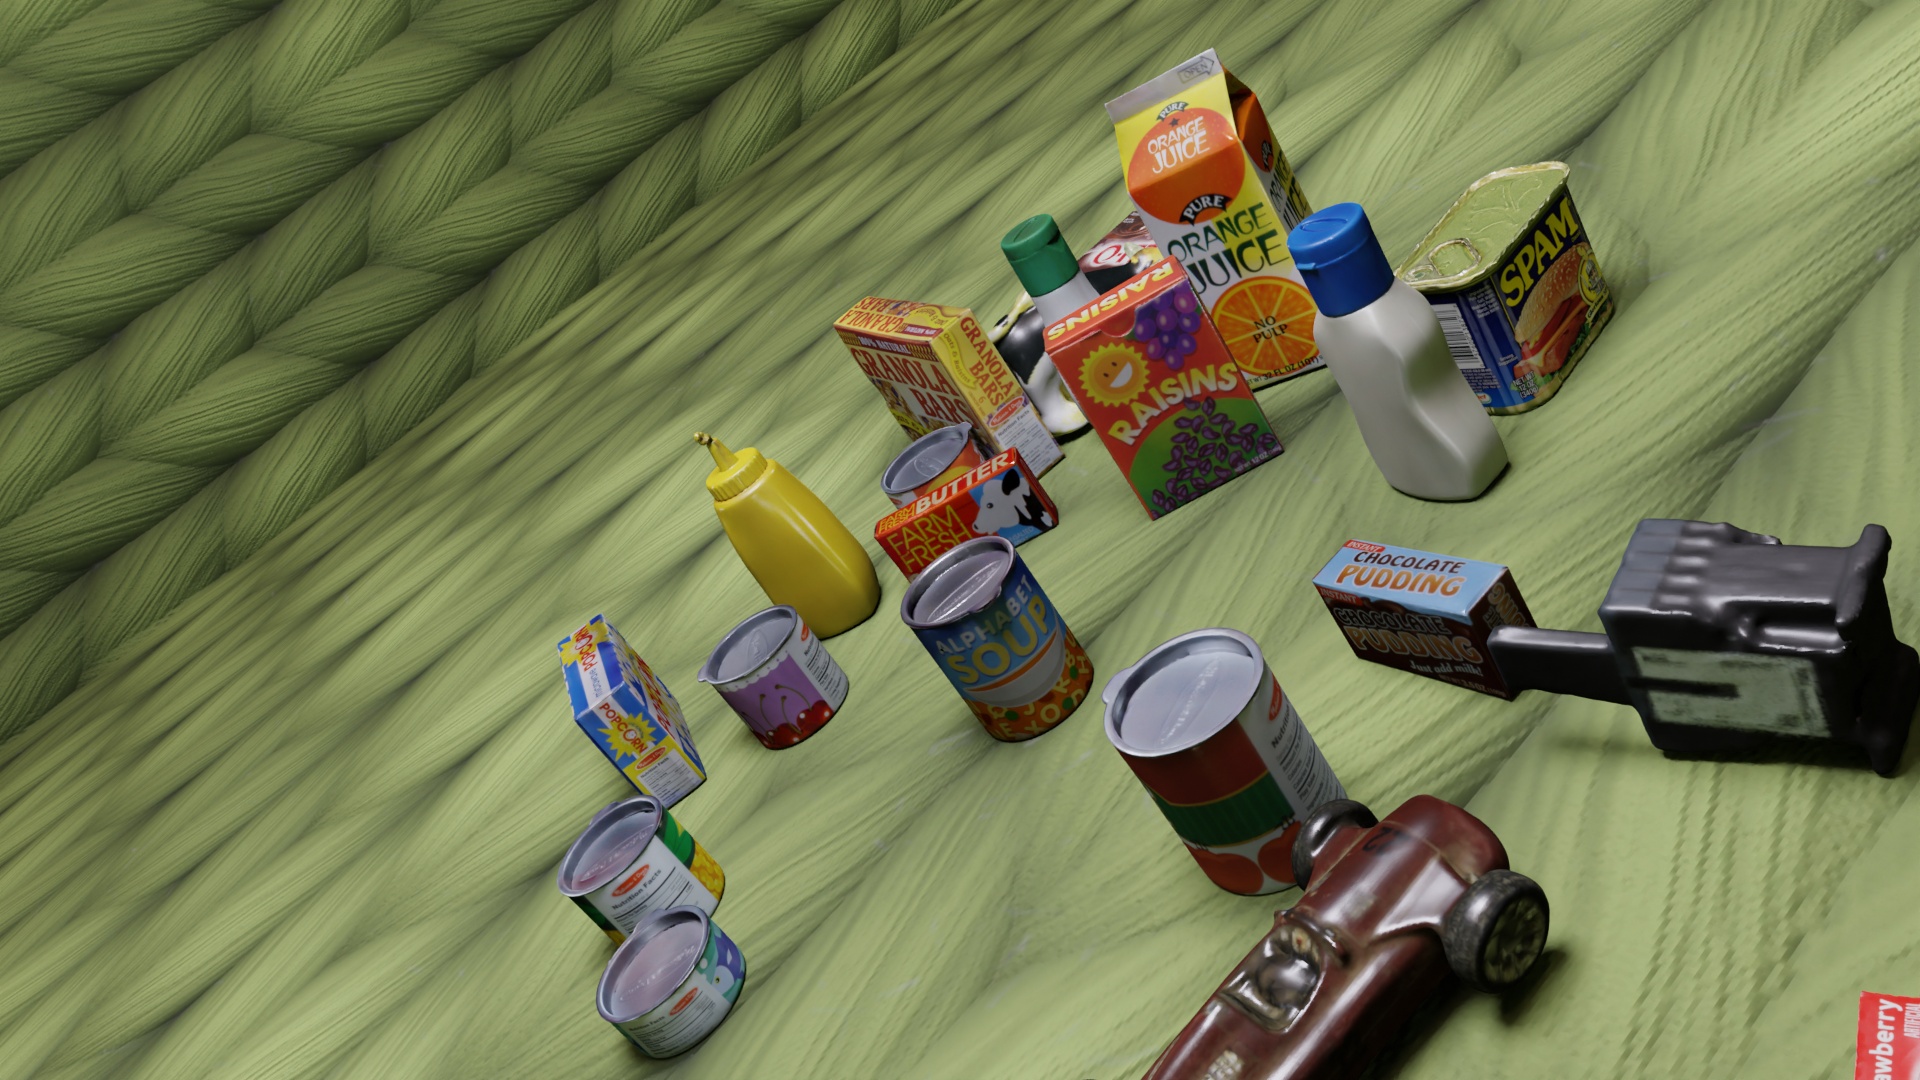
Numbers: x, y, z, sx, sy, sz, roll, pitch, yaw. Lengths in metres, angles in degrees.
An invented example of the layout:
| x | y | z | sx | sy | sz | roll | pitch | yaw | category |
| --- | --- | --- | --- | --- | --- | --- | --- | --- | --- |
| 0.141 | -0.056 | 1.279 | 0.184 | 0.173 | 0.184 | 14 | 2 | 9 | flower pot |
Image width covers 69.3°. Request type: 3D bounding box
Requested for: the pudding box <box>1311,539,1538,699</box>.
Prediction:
| x | y | z | sx | sy | sz | roll | pitch | yaw | category |
| --- | --- | --- | --- | --- | --- | --- | --- | --- | --- |
| 0.191 | 0.030 | 0.569 | 0.030 | 0.049 | 0.084 | -44 | 27 | -18 | pudding box |

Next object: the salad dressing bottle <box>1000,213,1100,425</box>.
| x | y | z | sx | sy | sz | roll | pitch | yaw | category |
| --- | --- | --- | --- | --- | --- | --- | --- | --- | --- |
| 0.077 | -0.134 | 0.875 | 0.044 | 0.147 | 0.064 | -9 | 36 | 43 | salad dressing bottle |

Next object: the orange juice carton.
| x | y | z | sx | sy | sz | roll | pitch | yaw | category |
| --- | --- | --- | --- | --- | --- | --- | --- | --- | --- |
| 0.160 | -0.189 | 0.818 | 0.071 | 0.192 | 0.073 | -19 | 30 | 31 | orange juice carton |

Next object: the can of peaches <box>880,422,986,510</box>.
| x | y | z | sx | sy | sz | roll | pitch | yaw | category |
| --- | --- | --- | --- | --- | --- | --- | --- | --- | --- |
| -0.007 | -0.033 | 0.905 | 0.071 | 0.058 | 0.071 | -28 | 26 | 15 | can of peaches |

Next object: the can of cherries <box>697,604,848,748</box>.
| x | y | z | sx | sy | sz | roll | pitch | yaw | category |
| --- | --- | --- | --- | --- | --- | --- | --- | --- | --- |
| -0.112 | 0.083 | 0.830 | 0.071 | 0.058 | 0.072 | -28 | 26 | 15 | can of cherries |

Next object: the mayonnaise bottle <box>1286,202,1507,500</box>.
| x | y | z | sx | sy | sz | roll | pitch | yaw | category |
| --- | --- | --- | --- | --- | --- | --- | --- | --- | --- |
| 0.199 | -0.086 | 0.644 | 0.041 | 0.147 | 0.065 | -43 | 26 | -16 | mayonnaise bottle |

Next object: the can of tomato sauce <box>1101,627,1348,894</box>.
| x | y | z | sx | sy | sz | roll | pitch | yaw | category |
| --- | --- | --- | --- | --- | --- | --- | --- | --- | --- |
| 0.102 | 0.086 | 0.540 | 0.071 | 0.083 | 0.071 | -28 | 26 | 15 | can of tomato sauce |

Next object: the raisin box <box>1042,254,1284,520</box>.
| x | y | z | sx | sy | sz | roll | pitch | yaw | category |
| --- | --- | --- | --- | --- | --- | --- | --- | --- | --- |
| 0.112 | -0.083 | 0.772 | 0.086 | 0.123 | 0.040 | -28 | 26 | 14 | raisin box |

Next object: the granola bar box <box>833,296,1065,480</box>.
| x | y | z | sx | sy | sz | roll | pitch | yaw | category |
| --- | --- | --- | --- | --- | --- | --- | --- | --- | --- |
| -0.012 | -0.105 | 0.957 | 0.039 | 0.124 | 0.165 | -42 | 26 | -13 | granola bar box |

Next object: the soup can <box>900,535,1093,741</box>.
| x | y | z | sx | sy | sz | roll | pitch | yaw | category |
| --- | --- | --- | --- | --- | --- | --- | --- | --- | --- |
| 0.020 | 0.051 | 0.698 | 0.071 | 0.083 | 0.072 | -28 | 26 | 15 | soup can |

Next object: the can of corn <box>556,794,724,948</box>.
| x | y | z | sx | sy | sz | roll | pitch | yaw | category |
| --- | --- | --- | --- | --- | --- | --- | --- | --- | --- |
| -0.168 | 0.177 | 0.735 | 0.071 | 0.058 | 0.071 | -28 | 26 | 15 | can of corn |

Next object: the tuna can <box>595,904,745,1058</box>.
| x | y | z | sx | sy | sz | roll | pitch | yaw | category |
| --- | --- | --- | --- | --- | --- | --- | --- | --- | --- |
| -0.140 | 0.212 | 0.672 | 0.071 | 0.032 | 0.071 | -27 | 26 | 15 | tuna can |

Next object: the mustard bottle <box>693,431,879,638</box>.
| x | y | z | sx | sy | sz | roll | pitch | yaw | category |
| --- | --- | --- | --- | --- | --- | --- | --- | --- | --- |
| -0.114 | -0.010 | 0.875 | 0.065 | 0.159 | 0.049 | -25 | 27 | 20 | mustard bottle |

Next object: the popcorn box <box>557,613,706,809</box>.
| x | y | z | sx | sy | sz | roll | pitch | yaw | category |
| --- | --- | --- | --- | --- | --- | --- | --- | --- | --- |
| -0.209 | 0.106 | 0.875 | 0.038 | 0.085 | 0.127 | -38 | 26 | -6 | popcorn box |

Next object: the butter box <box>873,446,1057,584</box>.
| x | y | z | sx | sy | sz | roll | pitch | yaw | category |
| --- | --- | --- | --- | --- | --- | --- | --- | --- | --- |
| 0.003 | -0.011 | 0.860 | 0.103 | 0.053 | 0.024 | -28 | 26 | 15 | butter box |
